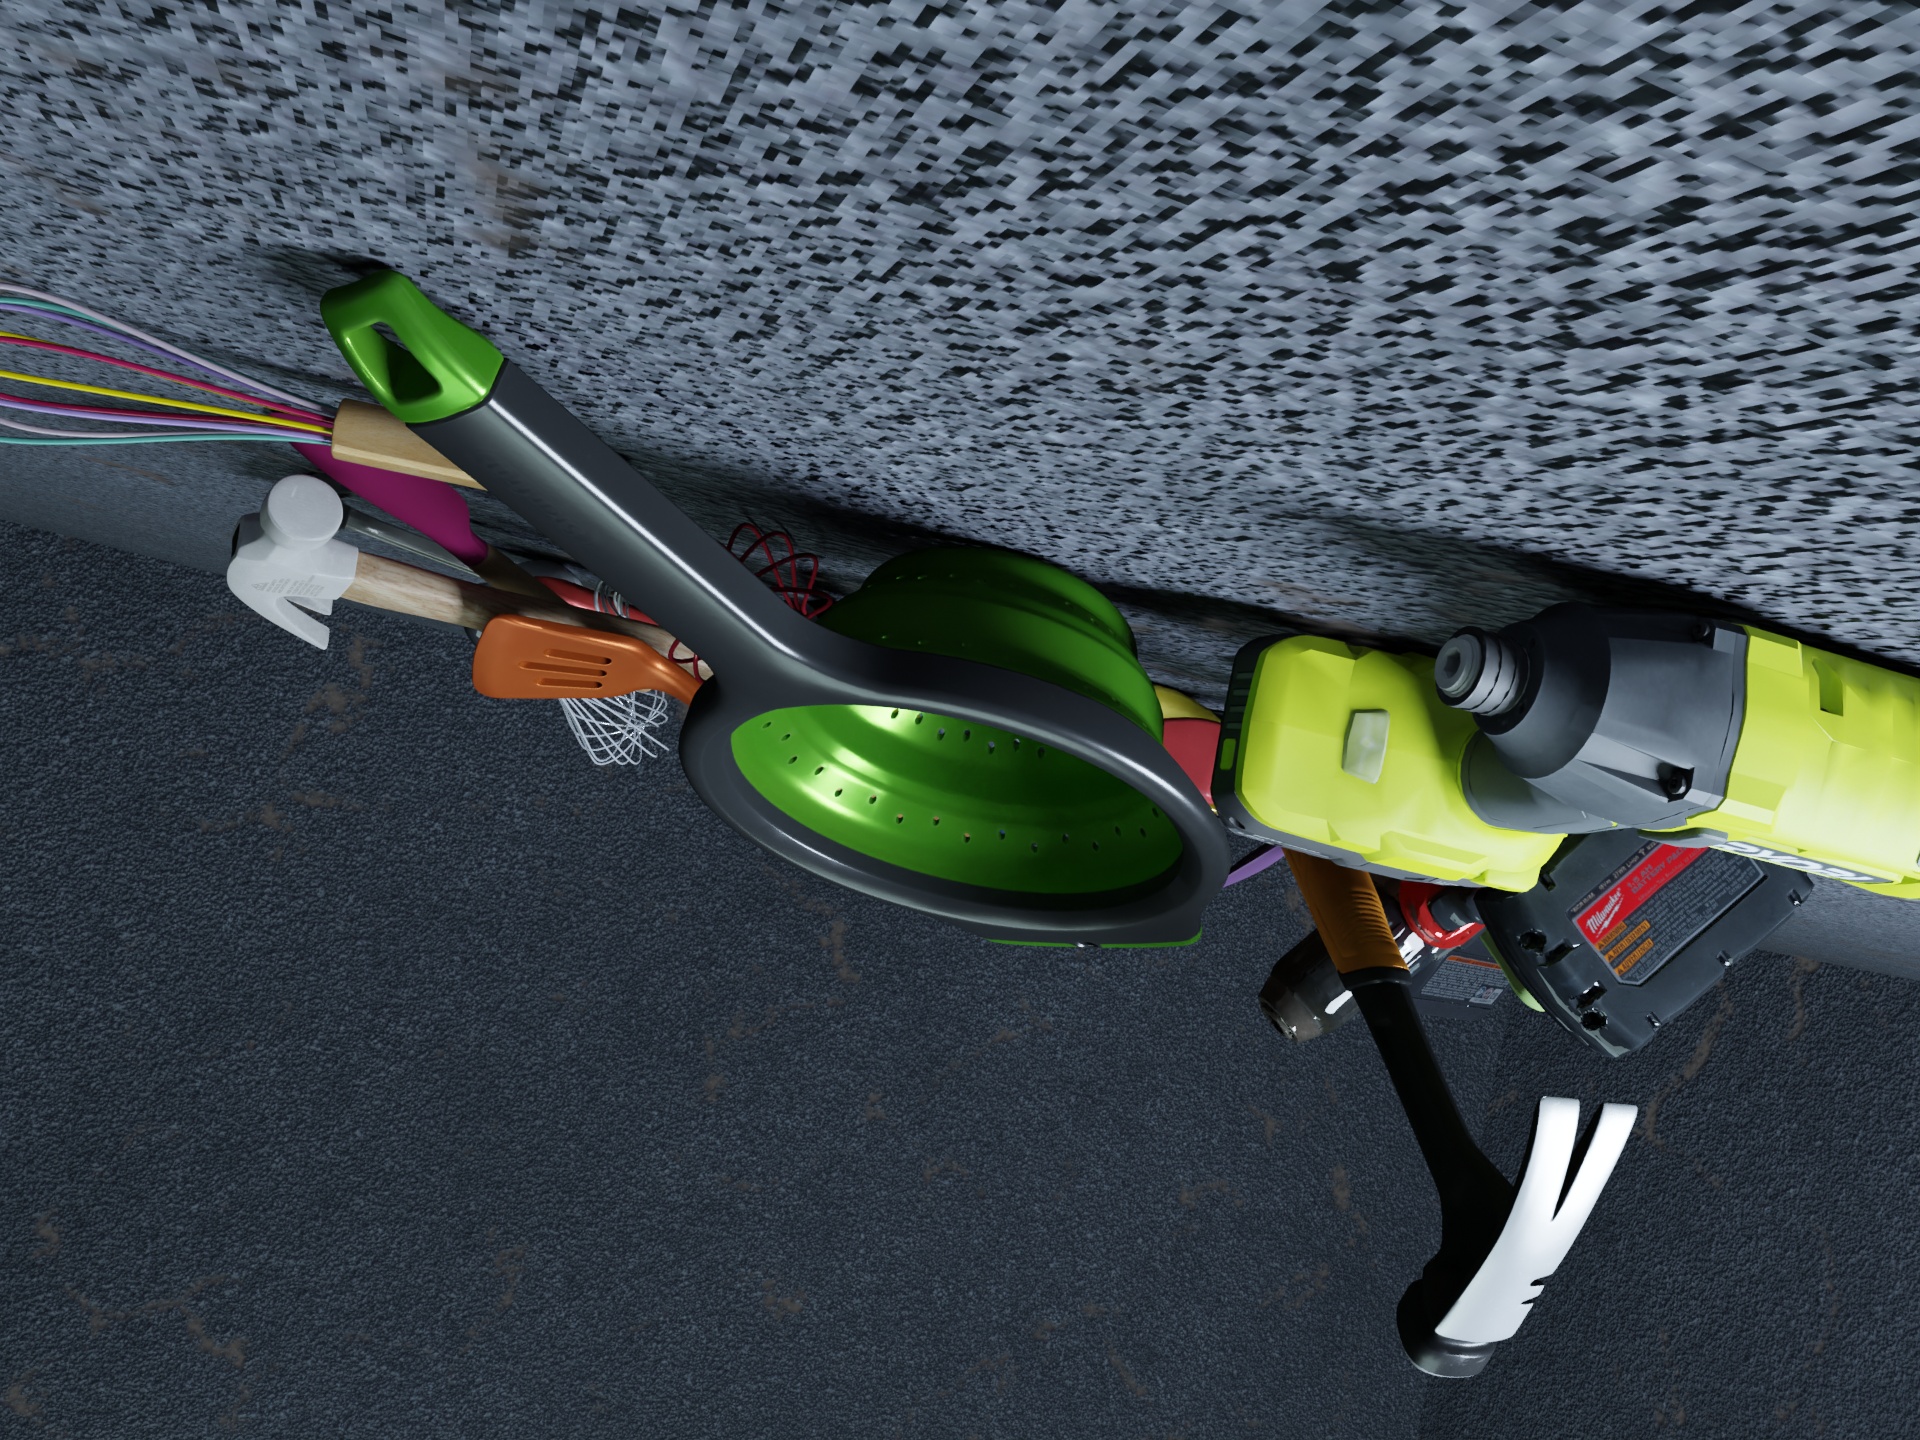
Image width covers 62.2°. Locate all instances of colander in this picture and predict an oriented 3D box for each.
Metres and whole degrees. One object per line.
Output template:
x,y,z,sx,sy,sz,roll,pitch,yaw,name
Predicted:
-0.037,-0.039,0.540,0.204,0.095,0.396,-5,148,34,colander

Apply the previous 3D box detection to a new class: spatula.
0.210,0.064,0.964,0.060,0.018,0.315,-25,167,-18,spatula
-0.086,0.025,0.799,0.322,0.041,0.081,27,146,-9,spatula

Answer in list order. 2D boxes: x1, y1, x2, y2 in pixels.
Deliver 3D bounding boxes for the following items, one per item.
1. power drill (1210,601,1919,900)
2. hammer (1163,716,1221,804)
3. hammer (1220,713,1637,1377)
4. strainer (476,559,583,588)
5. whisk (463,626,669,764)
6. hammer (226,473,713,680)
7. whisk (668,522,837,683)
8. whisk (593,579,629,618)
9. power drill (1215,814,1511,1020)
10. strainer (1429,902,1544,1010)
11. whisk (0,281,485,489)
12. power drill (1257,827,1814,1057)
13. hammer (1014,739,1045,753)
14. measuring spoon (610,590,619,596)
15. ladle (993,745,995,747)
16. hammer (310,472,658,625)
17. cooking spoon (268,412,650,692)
0.177,0.009,0.495,0.171,0.080,0.223,14,173,-16,power drill
0.018,0.046,0.844,0.143,0.038,0.386,38,156,-25,hammer
0.164,0.083,0.650,0.034,0.127,0.337,7,-147,-12,hammer
-0.234,-0.067,1.073,0.087,0.050,0.258,32,-173,30,strainer
-0.240,-0.023,0.985,0.070,0.070,0.284,13,169,10,whisk
-0.193,-0.043,0.803,0.331,0.031,0.130,15,157,-33,hammer
-0.080,-0.046,0.737,0.073,0.073,0.296,13,-178,3,whisk
-0.098,-0.022,0.916,0.246,0.058,0.059,29,129,-22,whisk
0.277,0.108,1.142,0.185,0.084,0.226,15,-154,-40,power drill
0.347,0.103,1.018,0.151,0.069,0.256,27,-164,-4,strainer
-0.238,-0.104,0.548,0.245,0.051,0.047,11,172,-12,whisk
0.235,0.085,0.705,0.080,0.188,0.226,52,173,-2,power drill
-0.002,-0.003,0.983,0.149,0.036,0.409,50,166,-22,hammer
-0.193,-0.078,1.099,0.117,0.011,0.021,16,-179,23,measuring spoon
0.130,0.024,1.095,0.320,0.062,0.078,9,175,28,ladle
-0.209,-0.063,0.940,0.358,0.037,0.149,21,173,-32,hammer
-0.230,-0.073,0.799,0.069,0.017,0.318,12,165,20,cooking spoon
